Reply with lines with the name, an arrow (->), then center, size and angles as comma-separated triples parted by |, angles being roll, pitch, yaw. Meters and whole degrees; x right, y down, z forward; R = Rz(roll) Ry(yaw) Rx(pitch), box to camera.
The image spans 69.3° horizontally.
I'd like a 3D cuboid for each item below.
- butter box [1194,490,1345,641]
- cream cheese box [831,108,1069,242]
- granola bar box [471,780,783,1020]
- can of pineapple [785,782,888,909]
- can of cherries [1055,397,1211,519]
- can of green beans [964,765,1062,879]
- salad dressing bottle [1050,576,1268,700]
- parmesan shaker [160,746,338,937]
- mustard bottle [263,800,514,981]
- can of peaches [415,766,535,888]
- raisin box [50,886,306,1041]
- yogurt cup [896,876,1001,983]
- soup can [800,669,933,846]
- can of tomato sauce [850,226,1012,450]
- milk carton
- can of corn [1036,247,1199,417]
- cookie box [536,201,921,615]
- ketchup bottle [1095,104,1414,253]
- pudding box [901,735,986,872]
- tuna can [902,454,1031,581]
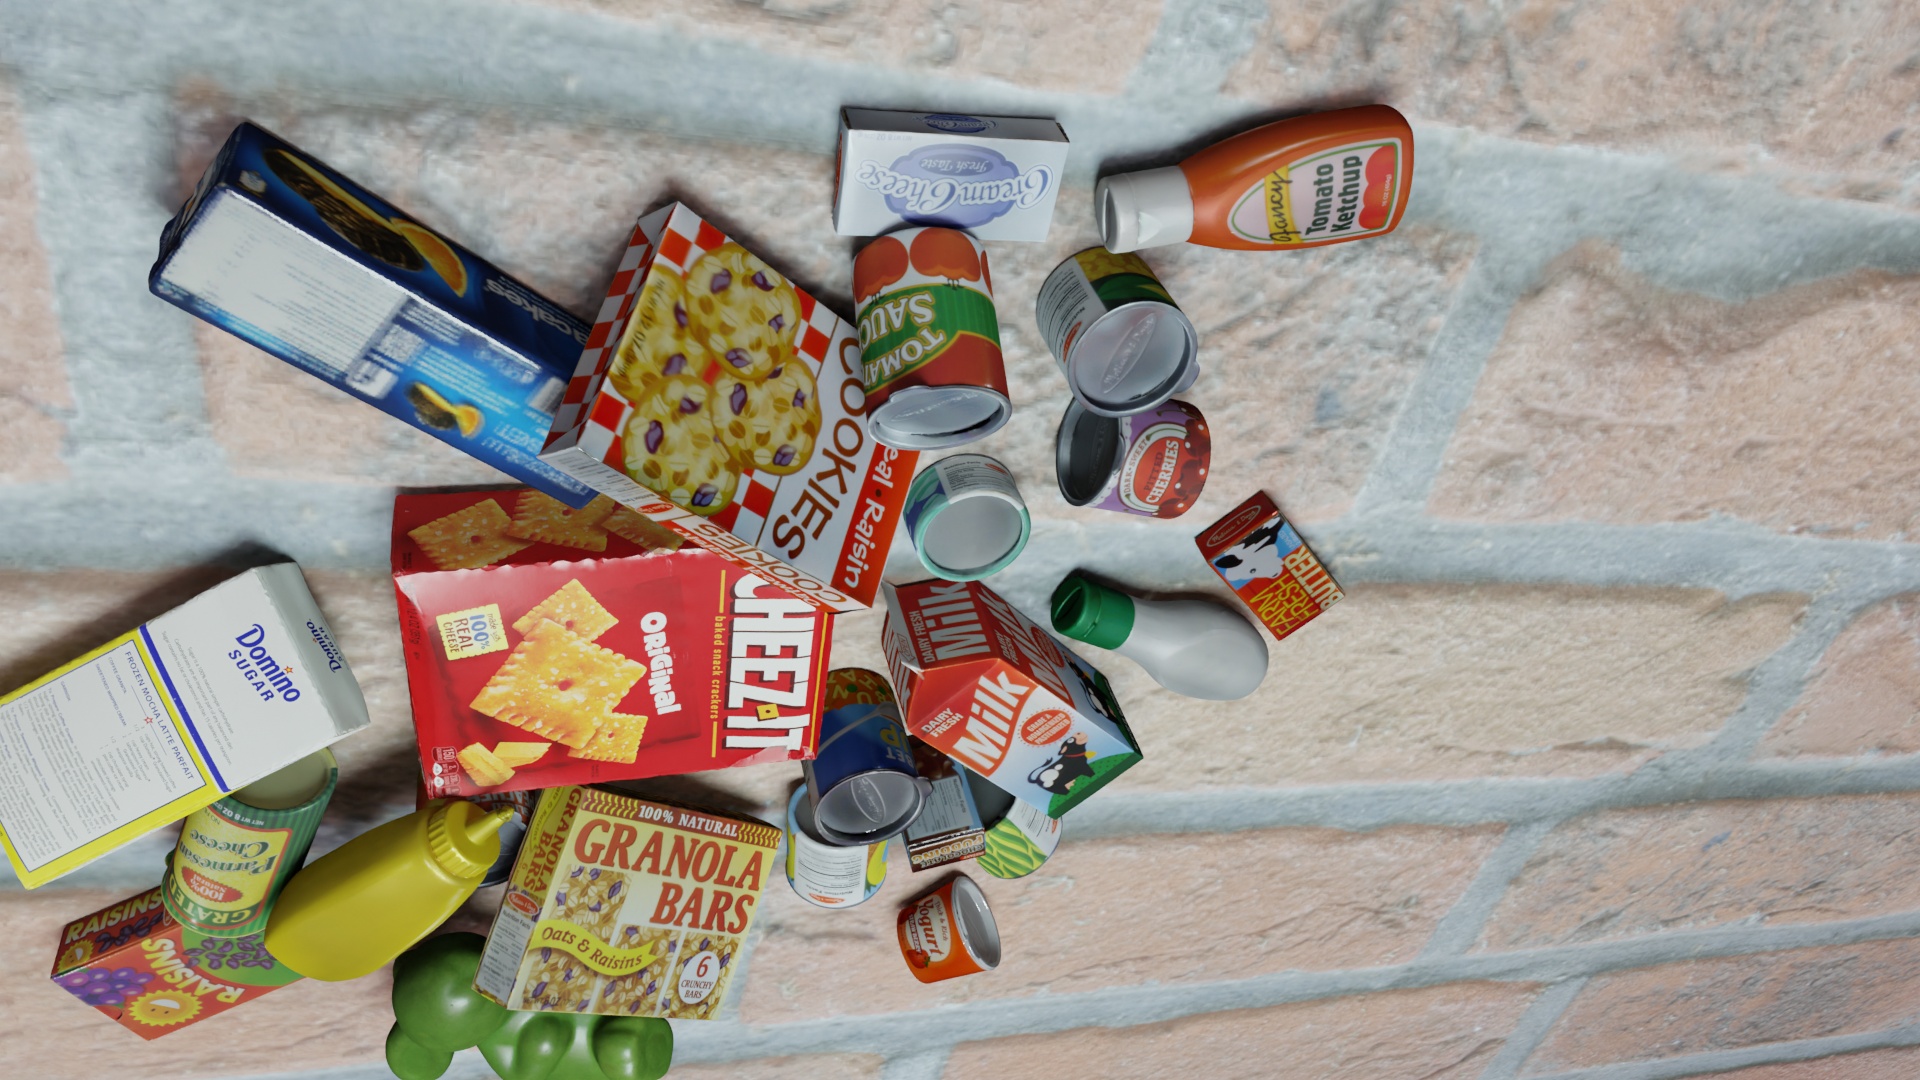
butter box -> 0.193, 0.018, 0.859 | 0.053, 0.024, 0.103 | -37, 131, 13
cream cheese box -> -0.006, -0.166, 0.636 | 0.104, 0.024, 0.053 | -2, 131, -17
granola bar box -> -0.190, 0.212, 0.816 | 0.165, 0.039, 0.124 | 30, 76, -51
can of pineapple -> -0.078, 0.189, 0.887 | 0.071, 0.071, 0.057 | -5, 130, -15
can of cherries -> 0.093, -0.045, 0.739 | 0.058, 0.072, 0.071 | 9, 126, -25
can of green beans -> 0.025, 0.180, 0.912 | 0.071, 0.071, 0.057 | -32, 131, 9
salad dressing bottle -> 0.124, 0.059, 0.859 | 0.147, 0.044, 0.064 | 20, 122, -30
parmesan shaker -> -0.388, 0.155, 0.752 | 0.071, 0.071, 0.102 | 15, 123, -29
mustard bottle -> -0.292, 0.177, 0.734 | 0.160, 0.049, 0.065 | -32, 127, 15
can of peaches -> -0.275, 0.154, 0.793 | 0.071, 0.058, 0.070 | -9, 131, -11
raisin box -> -0.449, 0.241, 0.821 | 0.123, 0.040, 0.085 | -22, 133, 1
yogurt cup -> -0.010, 0.280, 0.988 | 0.054, 0.073, 0.072 | -25, 133, 14
soup can -> -0.059, 0.127, 0.826 | 0.071, 0.084, 0.071 | -10, 132, -11
can of tomato sauce -> -0.016, -0.093, 0.640 | 0.071, 0.083, 0.071 | -7, 160, -2
milk carton -> 0.020, 0.089, 0.828 | 0.073, 0.072, 0.190 | -39, 130, 16
can of corn -> 0.079, -0.104, 0.694 | 0.071, 0.058, 0.070 | -10, 131, -11
cookie box -> -0.094, -0.055, 0.640 | 0.040, 0.123, 0.167 | -7, 150, 46
ketchup bottle -> 0.141, -0.169, 0.671 | 0.149, 0.044, 0.064 | -11, 132, -9
pudding box -> -0.018, 0.161, 0.870 | 0.050, 0.084, 0.030 | -13, 135, -8
tuna can -> 0.003, -0.010, 0.766 | 0.071, 0.033, 0.070 | -9, 131, -11
